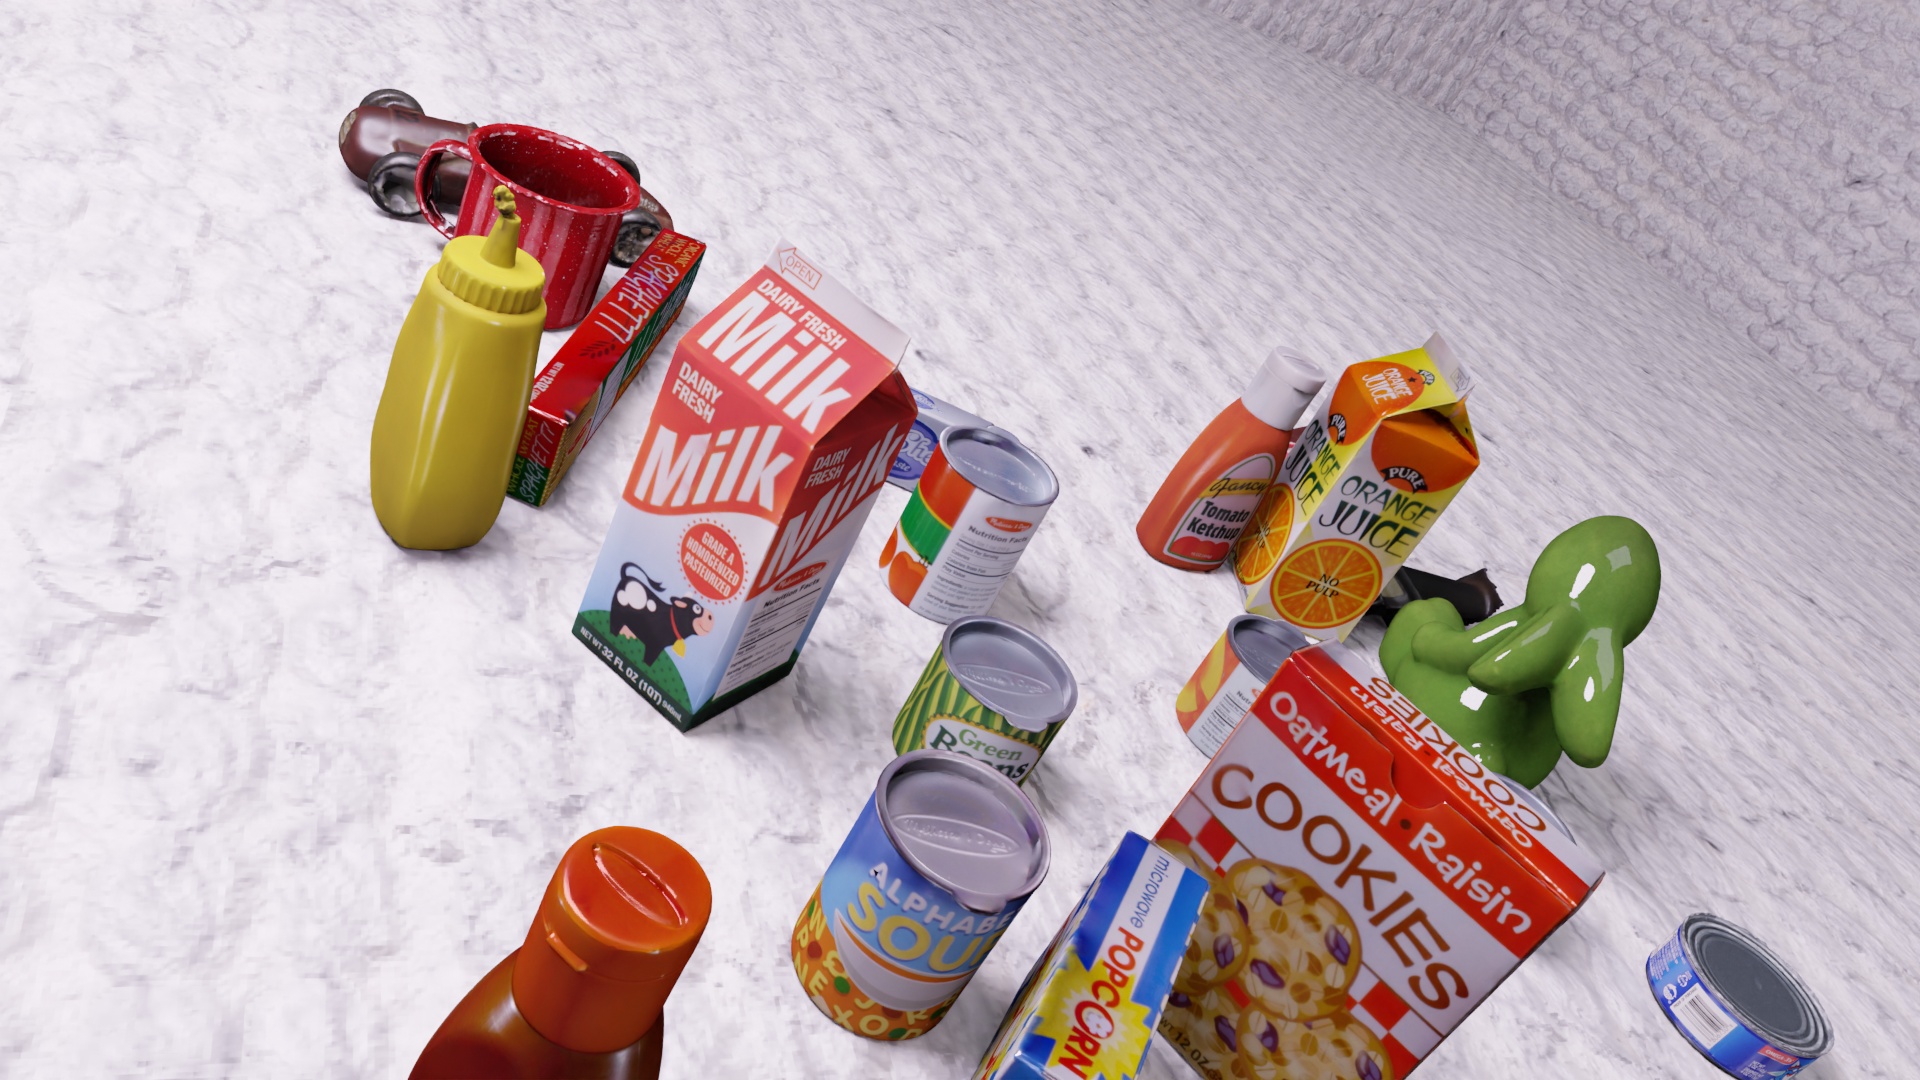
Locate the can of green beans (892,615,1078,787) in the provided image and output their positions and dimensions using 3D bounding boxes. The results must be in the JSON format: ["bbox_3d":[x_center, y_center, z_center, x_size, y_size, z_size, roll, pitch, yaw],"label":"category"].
[{"bbox_3d":[0.010,0.076,0.618,0.071,0.057,0.071,21,31,-13],"label":"can of green beans"}]

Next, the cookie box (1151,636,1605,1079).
[{"bbox_3d":[0.132,0.138,0.518,0.123,0.166,0.040,44,33,24],"label":"cookie box"}]

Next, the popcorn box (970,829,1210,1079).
[{"bbox_3d":[0.037,0.168,0.475,0.038,0.084,0.127,33,30,8],"label":"popcorn box"}]

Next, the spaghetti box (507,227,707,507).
[{"bbox_3d":[-0.184,-0.101,0.734,0.029,0.050,0.251,24,30,-8],"label":"spaghetti box"}]

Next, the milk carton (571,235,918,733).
[{"bbox_3d":[-0.082,-0.022,0.559,0.072,0.189,0.074,39,31,17],"label":"milk carton"}]

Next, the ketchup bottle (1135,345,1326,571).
[{"bbox_3d":[0.168,-0.049,0.850,0.065,0.148,0.044,10,35,-30],"label":"ketchup bottle"}]

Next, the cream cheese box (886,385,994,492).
[{"bbox_3d":[-0.039,-0.062,0.792,0.104,0.053,0.024,24,30,-9],"label":"cream cheese box"}]

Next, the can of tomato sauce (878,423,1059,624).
[{"bbox_3d":[0.003,-0.009,0.717,0.071,0.082,0.071,21,31,-13],"label":"can of tomato sauce"}]

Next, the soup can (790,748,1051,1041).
[{"bbox_3d":[-0.015,0.128,0.493,0.071,0.083,0.072,21,31,-13],"label":"soup can"}]

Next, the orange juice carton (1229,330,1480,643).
[{"bbox_3d":[0.246,-0.035,0.851,0.073,0.191,0.072,21,31,-14],"label":"orange juice carton"}]

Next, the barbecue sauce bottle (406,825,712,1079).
[{"bbox_3d":[-0.104,0.133,0.348,0.065,0.147,0.044,38,31,16],"label":"barbecue sauce bottle"}]

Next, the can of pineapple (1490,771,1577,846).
[{"bbox_3d":[0.267,0.159,0.707,0.071,0.057,0.071,21,31,-13],"label":"can of pineapple"}]

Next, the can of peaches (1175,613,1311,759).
[{"bbox_3d":[0.156,0.081,0.733,0.071,0.057,0.071,21,31,-13],"label":"can of peaches"}]

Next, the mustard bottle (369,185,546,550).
[{"bbox_3d":[-0.200,-0.071,0.565,0.049,0.159,0.065,-1,41,-41],"label":"mustard bottle"}]
